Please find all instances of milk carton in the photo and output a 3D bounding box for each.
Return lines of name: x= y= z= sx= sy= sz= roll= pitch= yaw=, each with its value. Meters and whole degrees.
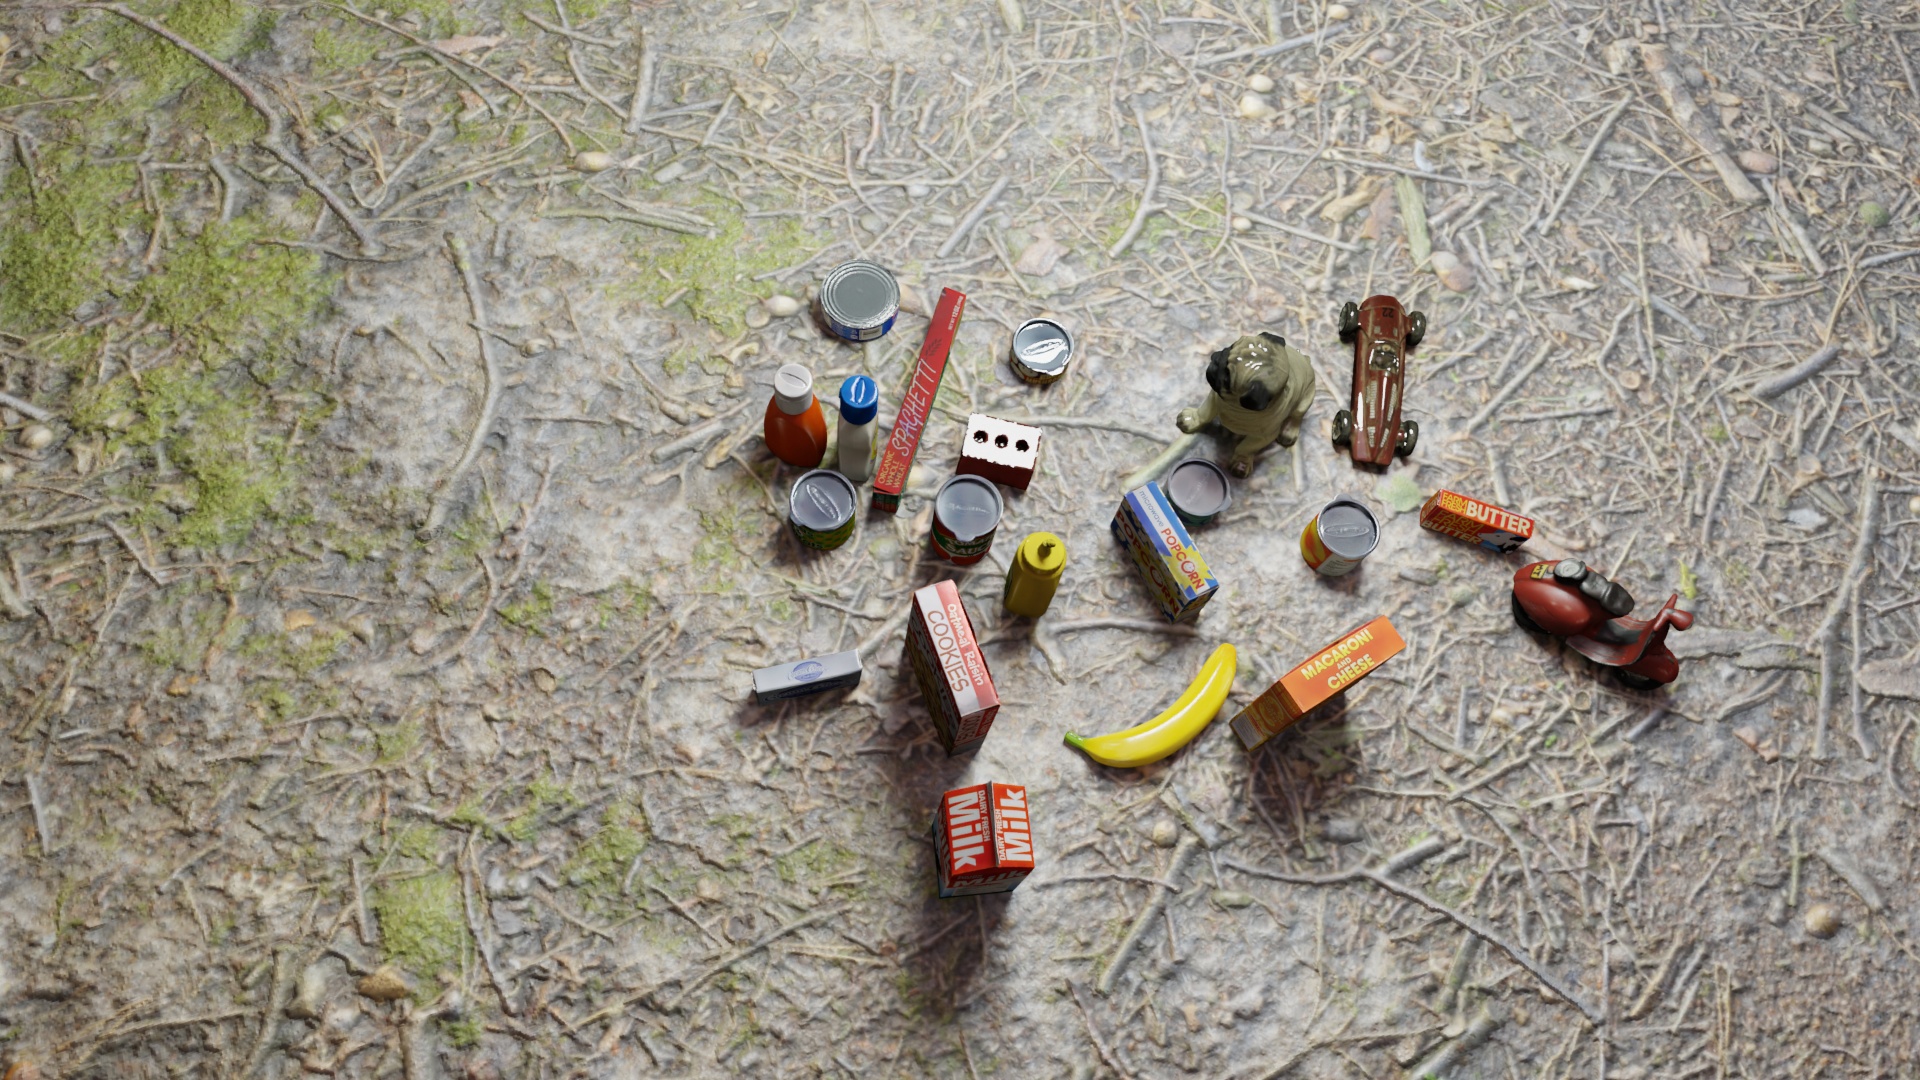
milk carton: x=0.020 y=0.263 z=1.216 sx=0.073 sy=0.189 sz=0.072 roll=-4 pitch=69 yaw=-7

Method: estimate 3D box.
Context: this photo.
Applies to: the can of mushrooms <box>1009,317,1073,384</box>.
can of mushrooms: x=0.087 y=-0.201 z=1.492 sx=0.071 sy=0.033 sz=0.071 roll=2 pitch=68 yaw=-5

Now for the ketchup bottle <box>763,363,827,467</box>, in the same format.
ketchup bottle: x=-0.164 y=-0.124 z=1.374 sx=0.065 sy=0.148 sz=0.044 roll=24 pitch=69 yaw=4

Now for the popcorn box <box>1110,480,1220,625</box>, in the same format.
popcorn box: x=0.202 y=0.013 z=1.390 sx=0.038 sy=0.085 sz=0.127 roll=-25 pitch=73 yaw=-14

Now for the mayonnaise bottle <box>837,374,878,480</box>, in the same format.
mayonnaise bottle: x=-0.101 y=-0.114 z=1.377 sx=0.041 sy=0.147 sz=0.065 roll=9 pitch=68 yaw=-2

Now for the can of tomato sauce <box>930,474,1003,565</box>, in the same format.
can of tomato sauce: x=0.005 y=-0.017 z=1.384 sx=0.071 sy=0.082 sz=0.071 roll=2 pitch=69 yaw=-5

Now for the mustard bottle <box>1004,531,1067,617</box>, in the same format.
mustard bottle: x=0.074 y=0.025 z=1.332 sx=0.049 sy=0.159 sz=0.065 roll=13 pitch=68 yaw=0

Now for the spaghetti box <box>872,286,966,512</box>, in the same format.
spaghetti box: x=-0.043 y=-0.147 z=1.449 sx=0.029 sy=0.050 sz=0.251 roll=17 pitch=68 yaw=1

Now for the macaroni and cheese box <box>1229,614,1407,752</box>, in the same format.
macaroni and cheese box: x=0.333 y=0.137 z=1.310 sx=0.124 sy=0.165 sz=0.040 roll=-29 pitch=74 yaw=-15

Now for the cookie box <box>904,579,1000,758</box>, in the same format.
cookie box: x=-0.009 y=0.121 z=1.282 sx=0.040 sy=0.166 sz=0.123 roll=-18 pitch=72 yaw=-12

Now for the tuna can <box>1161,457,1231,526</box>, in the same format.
tuna can: x=0.247 y=-0.049 z=1.447 sx=0.071 sy=0.032 sz=0.071 roll=2 pitch=68 yaw=-5

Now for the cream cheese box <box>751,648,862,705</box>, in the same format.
cream cheese box: x=-0.146 y=0.131 z=1.326 sx=0.104 sy=0.053 sz=0.024 roll=-11 pitch=70 yaw=-10

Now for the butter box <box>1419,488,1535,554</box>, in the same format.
butter box: x=0.539 y=-0.019 z=1.453 sx=0.103 sy=0.053 sz=0.024 roll=19 pitch=68 yaw=2

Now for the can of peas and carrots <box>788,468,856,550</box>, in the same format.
can of peas and carrots: x=-0.139 y=-0.028 z=1.387 sx=0.071 sy=0.058 sz=0.071 roll=2 pitch=68 yaw=-5

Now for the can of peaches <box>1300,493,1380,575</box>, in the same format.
can of peaches: x=0.390 y=-0.005 z=1.430 sx=0.071 sy=0.058 sz=0.071 roll=2 pitch=68 yaw=-5
